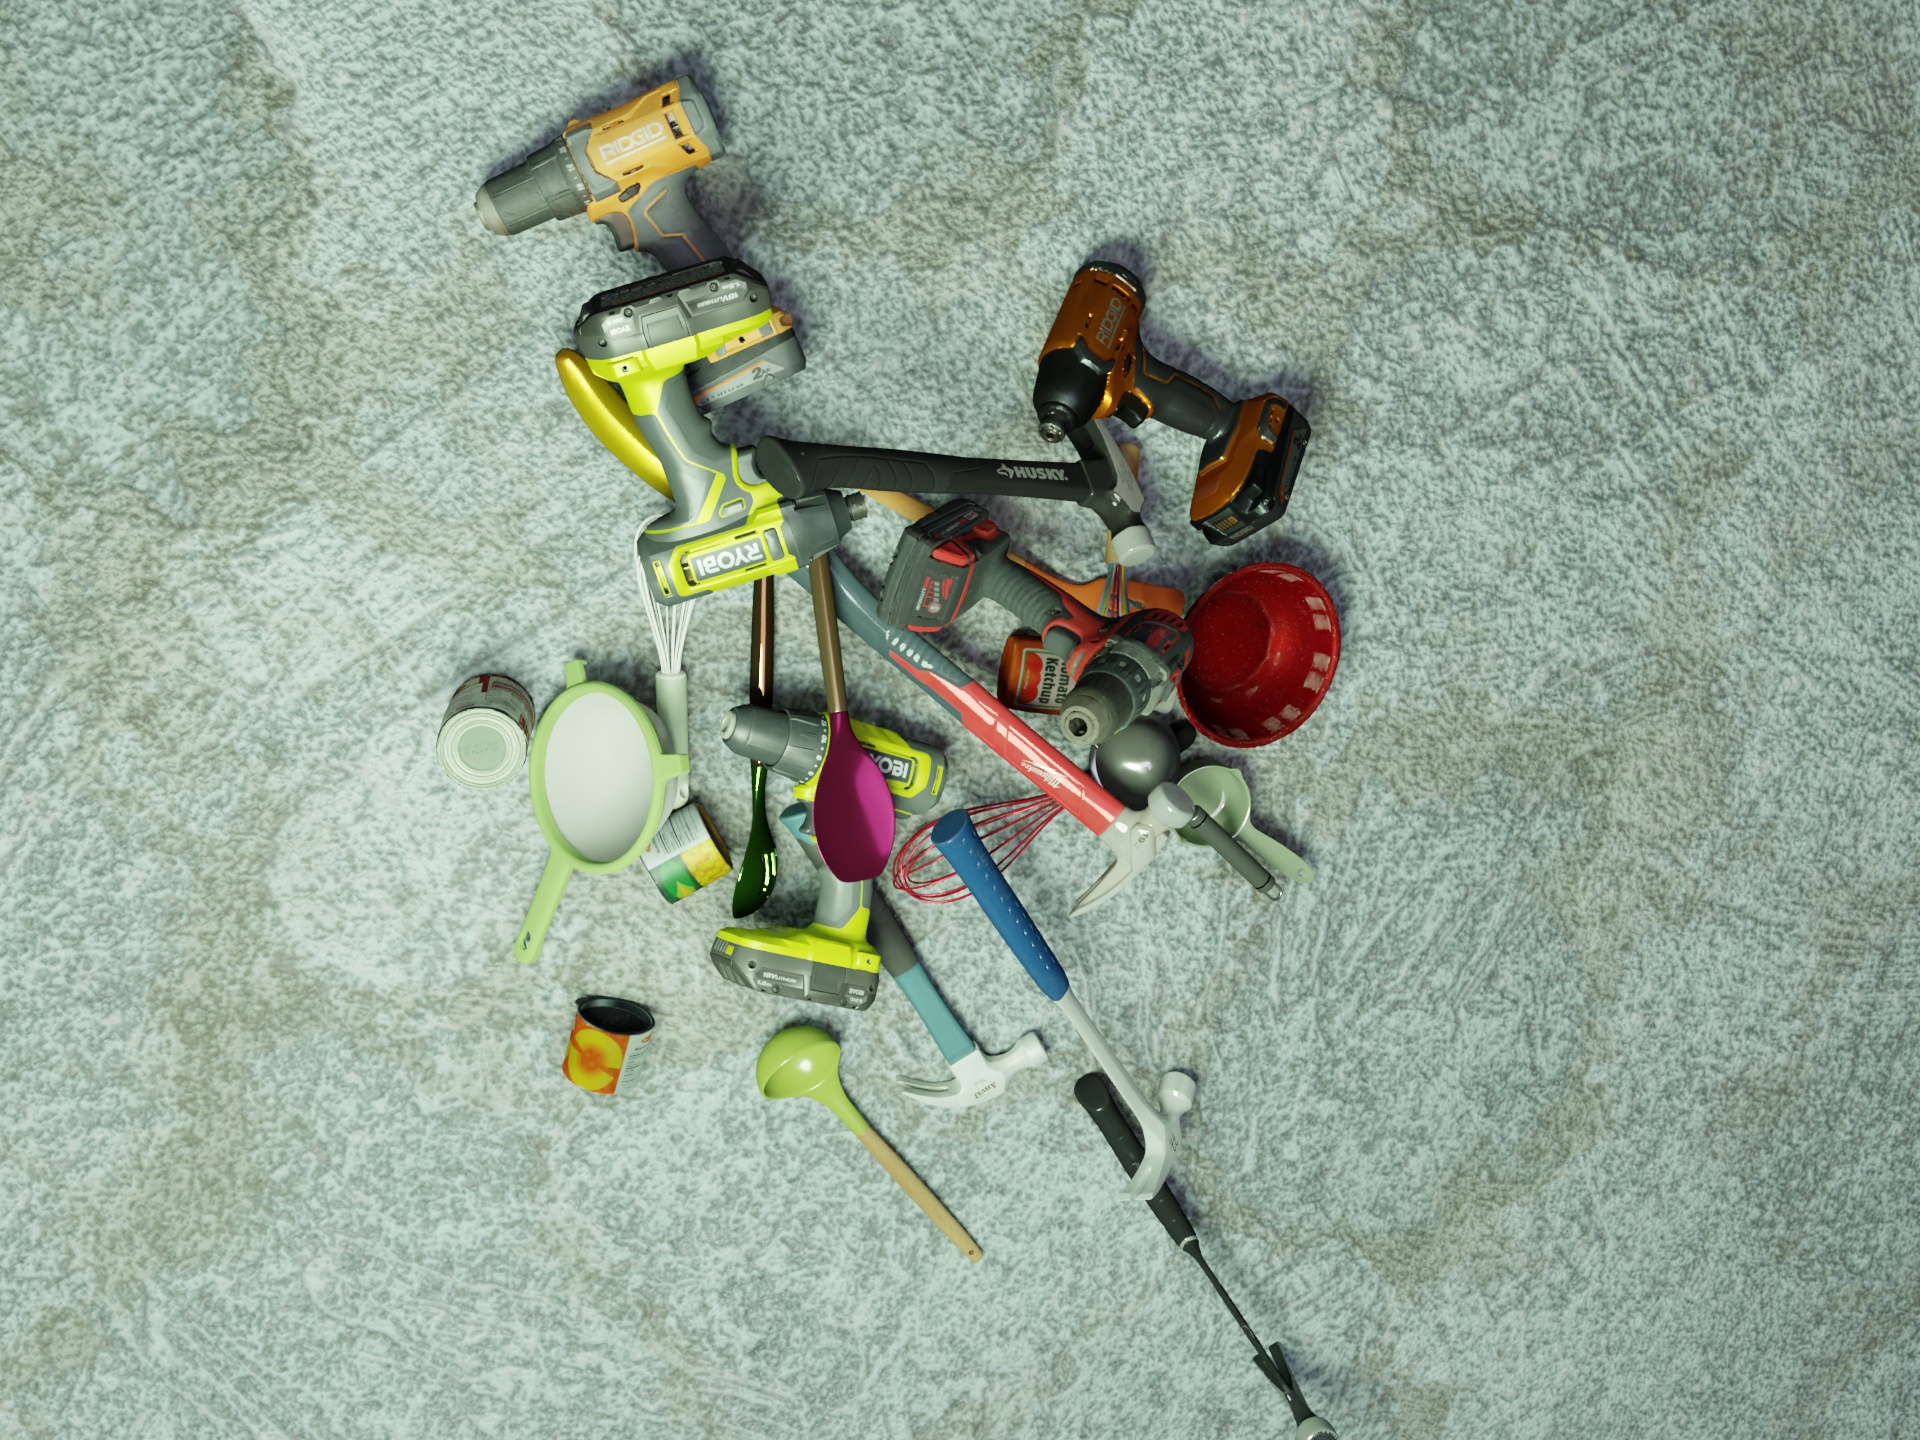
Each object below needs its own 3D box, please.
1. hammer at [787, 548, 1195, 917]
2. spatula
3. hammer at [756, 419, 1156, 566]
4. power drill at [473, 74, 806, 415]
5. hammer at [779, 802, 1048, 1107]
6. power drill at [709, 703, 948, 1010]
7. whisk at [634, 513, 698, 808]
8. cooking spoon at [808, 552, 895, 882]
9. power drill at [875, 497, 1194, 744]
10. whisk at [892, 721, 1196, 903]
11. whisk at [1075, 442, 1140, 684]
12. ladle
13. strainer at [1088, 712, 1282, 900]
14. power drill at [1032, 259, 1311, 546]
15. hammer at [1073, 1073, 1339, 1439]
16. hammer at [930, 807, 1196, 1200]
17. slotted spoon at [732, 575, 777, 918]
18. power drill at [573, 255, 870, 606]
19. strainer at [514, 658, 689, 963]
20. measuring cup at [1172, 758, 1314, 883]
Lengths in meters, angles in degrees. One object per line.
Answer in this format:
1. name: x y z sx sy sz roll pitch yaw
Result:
1. hammer: -0.002 -0.004 1.284 0.386 0.038 0.143 40 119 -1
2. spatula: 0.033 -0.138 1.303 0.322 0.041 0.081 26 83 -16
3. hammer: -0.001 -0.187 1.183 0.334 0.035 0.146 -3 66 -37
4. power drill: -0.233 -0.334 1.176 0.185 0.084 0.226 -24 105 -2
5. hammer: -0.054 0.204 1.385 0.128 0.033 0.330 -32 109 -3
6. power drill: -0.122 0.105 1.276 0.190 0.080 0.228 17 82 -29
7. whisk: -0.234 -0.045 1.277 0.059 0.058 0.246 9 110 22
8. cooking spoon: -0.099 -0.032 1.242 0.068 0.017 0.319 -8 92 -25
9. power drill: 0.052 -0.068 1.188 0.227 0.188 0.080 29 122 13
10. whisk: 0.074 0.075 1.363 0.296 0.073 0.073 -27 109 -9
11. whisk: 0.130 -0.107 1.294 0.051 0.047 0.245 7 82 -12
12. ladle: -0.071 0.390 1.422 0.078 0.062 0.320 -37 112 1
13. strainer: 0.197 0.076 1.357 0.258 0.050 0.087 42 76 -23
14. power drill: 0.157 -0.235 1.249 0.226 0.084 0.164 33 60 -18
15. hammer: 0.223 0.500 1.491 0.036 0.149 0.409 -33 100 -2
16. hammer: 0.089 0.241 1.351 0.035 0.144 0.405 -15 121 34
17. slotted spoon: -0.164 0.011 1.302 0.031 0.070 0.313 5 100 12
18. power drill: -0.170 -0.207 1.141 0.171 0.080 0.223 -18 118 -5
19. strainer: -0.291 0.088 1.278 0.069 0.152 0.256 -4 126 -54
20. measuring cup: 0.248 0.095 1.415 0.167 0.038 0.083 35 96 -20
